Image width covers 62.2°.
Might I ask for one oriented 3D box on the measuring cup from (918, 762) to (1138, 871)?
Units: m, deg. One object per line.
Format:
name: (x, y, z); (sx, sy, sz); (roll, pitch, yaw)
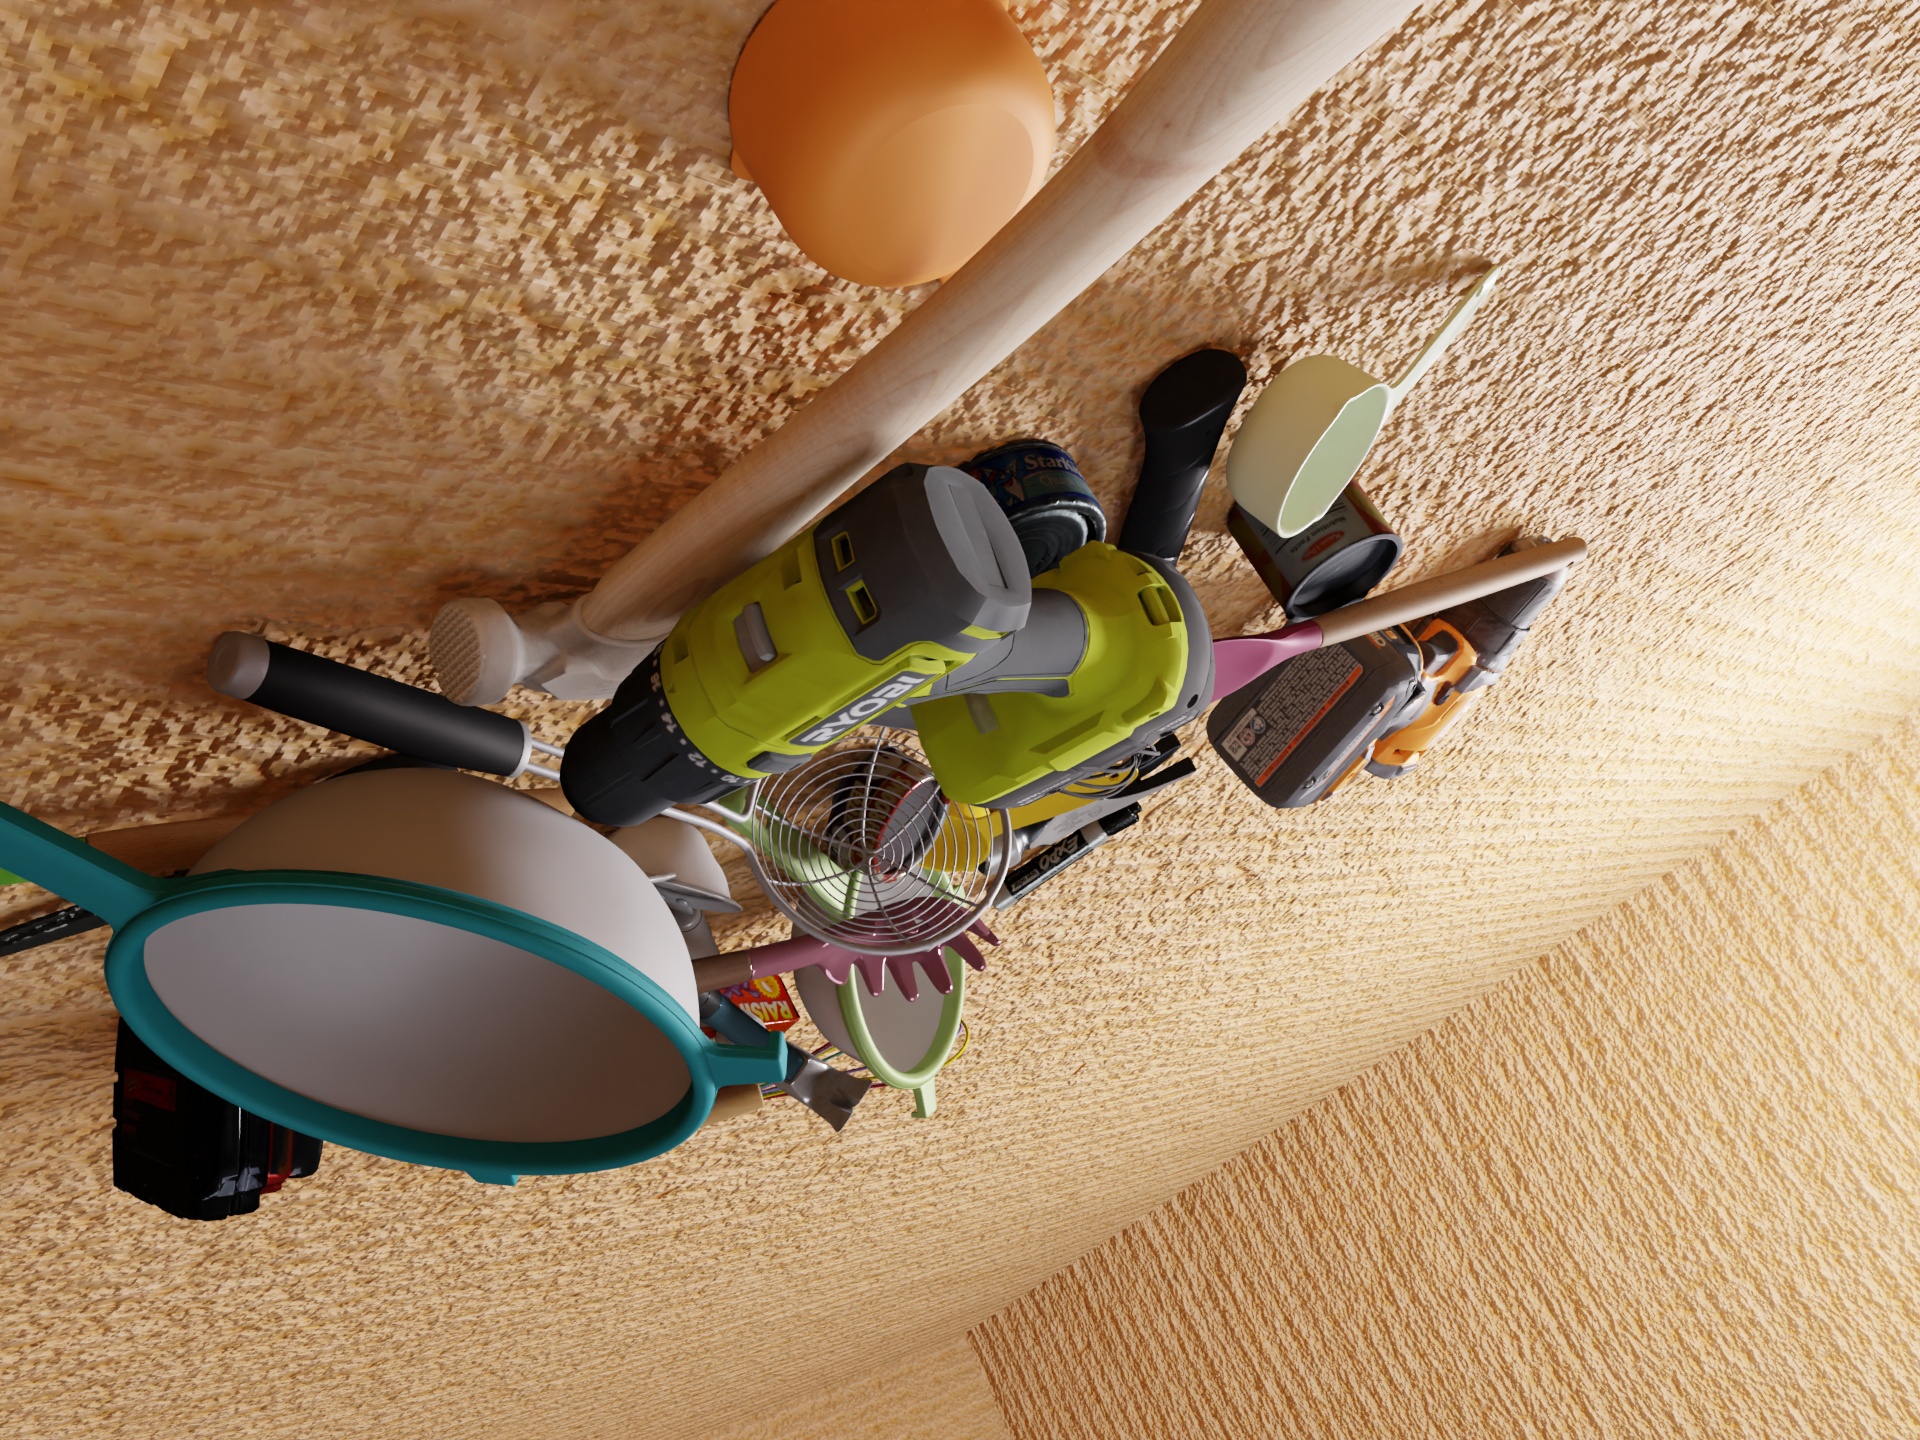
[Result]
measuring cup: (0.029, 0.042, 0.871); (0.156, 0.029, 0.062); (-22, 132, 29)

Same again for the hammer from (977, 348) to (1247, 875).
hammer: (0.088, -0.040, 0.824); (0.149, 0.036, 0.408); (-22, 154, -17)

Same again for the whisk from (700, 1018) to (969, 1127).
whisk: (-0.110, 0.237, 1.041); (0.245, 0.047, 0.051); (-16, 157, -13)

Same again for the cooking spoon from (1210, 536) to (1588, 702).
cooking spoon: (0.196, -0.050, 0.795); (0.319, 0.017, 0.068); (-17, 154, -24)

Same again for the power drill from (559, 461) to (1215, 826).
power drill: (-0.021, -0.013, 0.603); (0.190, 0.080, 0.228); (-30, 162, 30)

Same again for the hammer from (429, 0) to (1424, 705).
hammer: (-0.010, -0.105, 0.490); (0.146, 0.038, 0.410); (-6, 160, -46)

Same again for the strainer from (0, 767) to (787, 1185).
strainer: (-0.231, 0.050, 0.553); (0.211, 0.095, 0.340); (-28, 128, 36)

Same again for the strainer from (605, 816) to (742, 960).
strainer: (-0.148, 0.097, 0.836); (0.087, 0.050, 0.258); (14, 158, 3)

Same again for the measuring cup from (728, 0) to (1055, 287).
measuring cup: (-0.003, -0.153, 0.492); (0.095, 0.052, 0.173); (-31, 153, 6)

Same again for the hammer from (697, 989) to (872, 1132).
hammer: (-0.142, 0.137, 0.817); (0.033, 0.128, 0.330); (-56, 147, -15)

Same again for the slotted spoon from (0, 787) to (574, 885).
slotted spoon: (-0.294, 0.048, 0.588); (0.313, 0.031, 0.070); (-6, 140, -35)

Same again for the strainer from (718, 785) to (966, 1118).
strainer: (-0.080, 0.109, 0.883); (0.069, 0.152, 0.256); (-9, 143, 25)

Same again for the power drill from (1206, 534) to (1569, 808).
power drill: (0.268, -0.035, 0.960); (0.226, 0.084, 0.185); (-8, 141, -51)

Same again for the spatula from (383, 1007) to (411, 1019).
spatula: (-0.208, 0.125, 0.819); (0.041, 0.081, 0.322); (-48, 159, -1)

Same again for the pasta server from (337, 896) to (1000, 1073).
pasta server: (-0.120, 0.125, 0.732); (0.316, 0.040, 0.060); (-8, 142, -35)

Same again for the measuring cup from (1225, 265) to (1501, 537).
measuring cup: (0.175, -0.151, 0.692); (0.167, 0.038, 0.083); (-47, 159, -17)

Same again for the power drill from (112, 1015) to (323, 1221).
power drill: (-0.275, 0.172, 0.762); (0.226, 0.080, 0.188); (4, 173, -43)

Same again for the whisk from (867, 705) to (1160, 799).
whisk: (-0.001, -0.003, 0.750); (0.238, 0.055, 0.055); (13, 135, -33)

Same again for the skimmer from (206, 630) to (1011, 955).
skimmer: (-0.117, 0.017, 0.656); (0.090, 0.127, 0.363); (-23, 152, 30)
